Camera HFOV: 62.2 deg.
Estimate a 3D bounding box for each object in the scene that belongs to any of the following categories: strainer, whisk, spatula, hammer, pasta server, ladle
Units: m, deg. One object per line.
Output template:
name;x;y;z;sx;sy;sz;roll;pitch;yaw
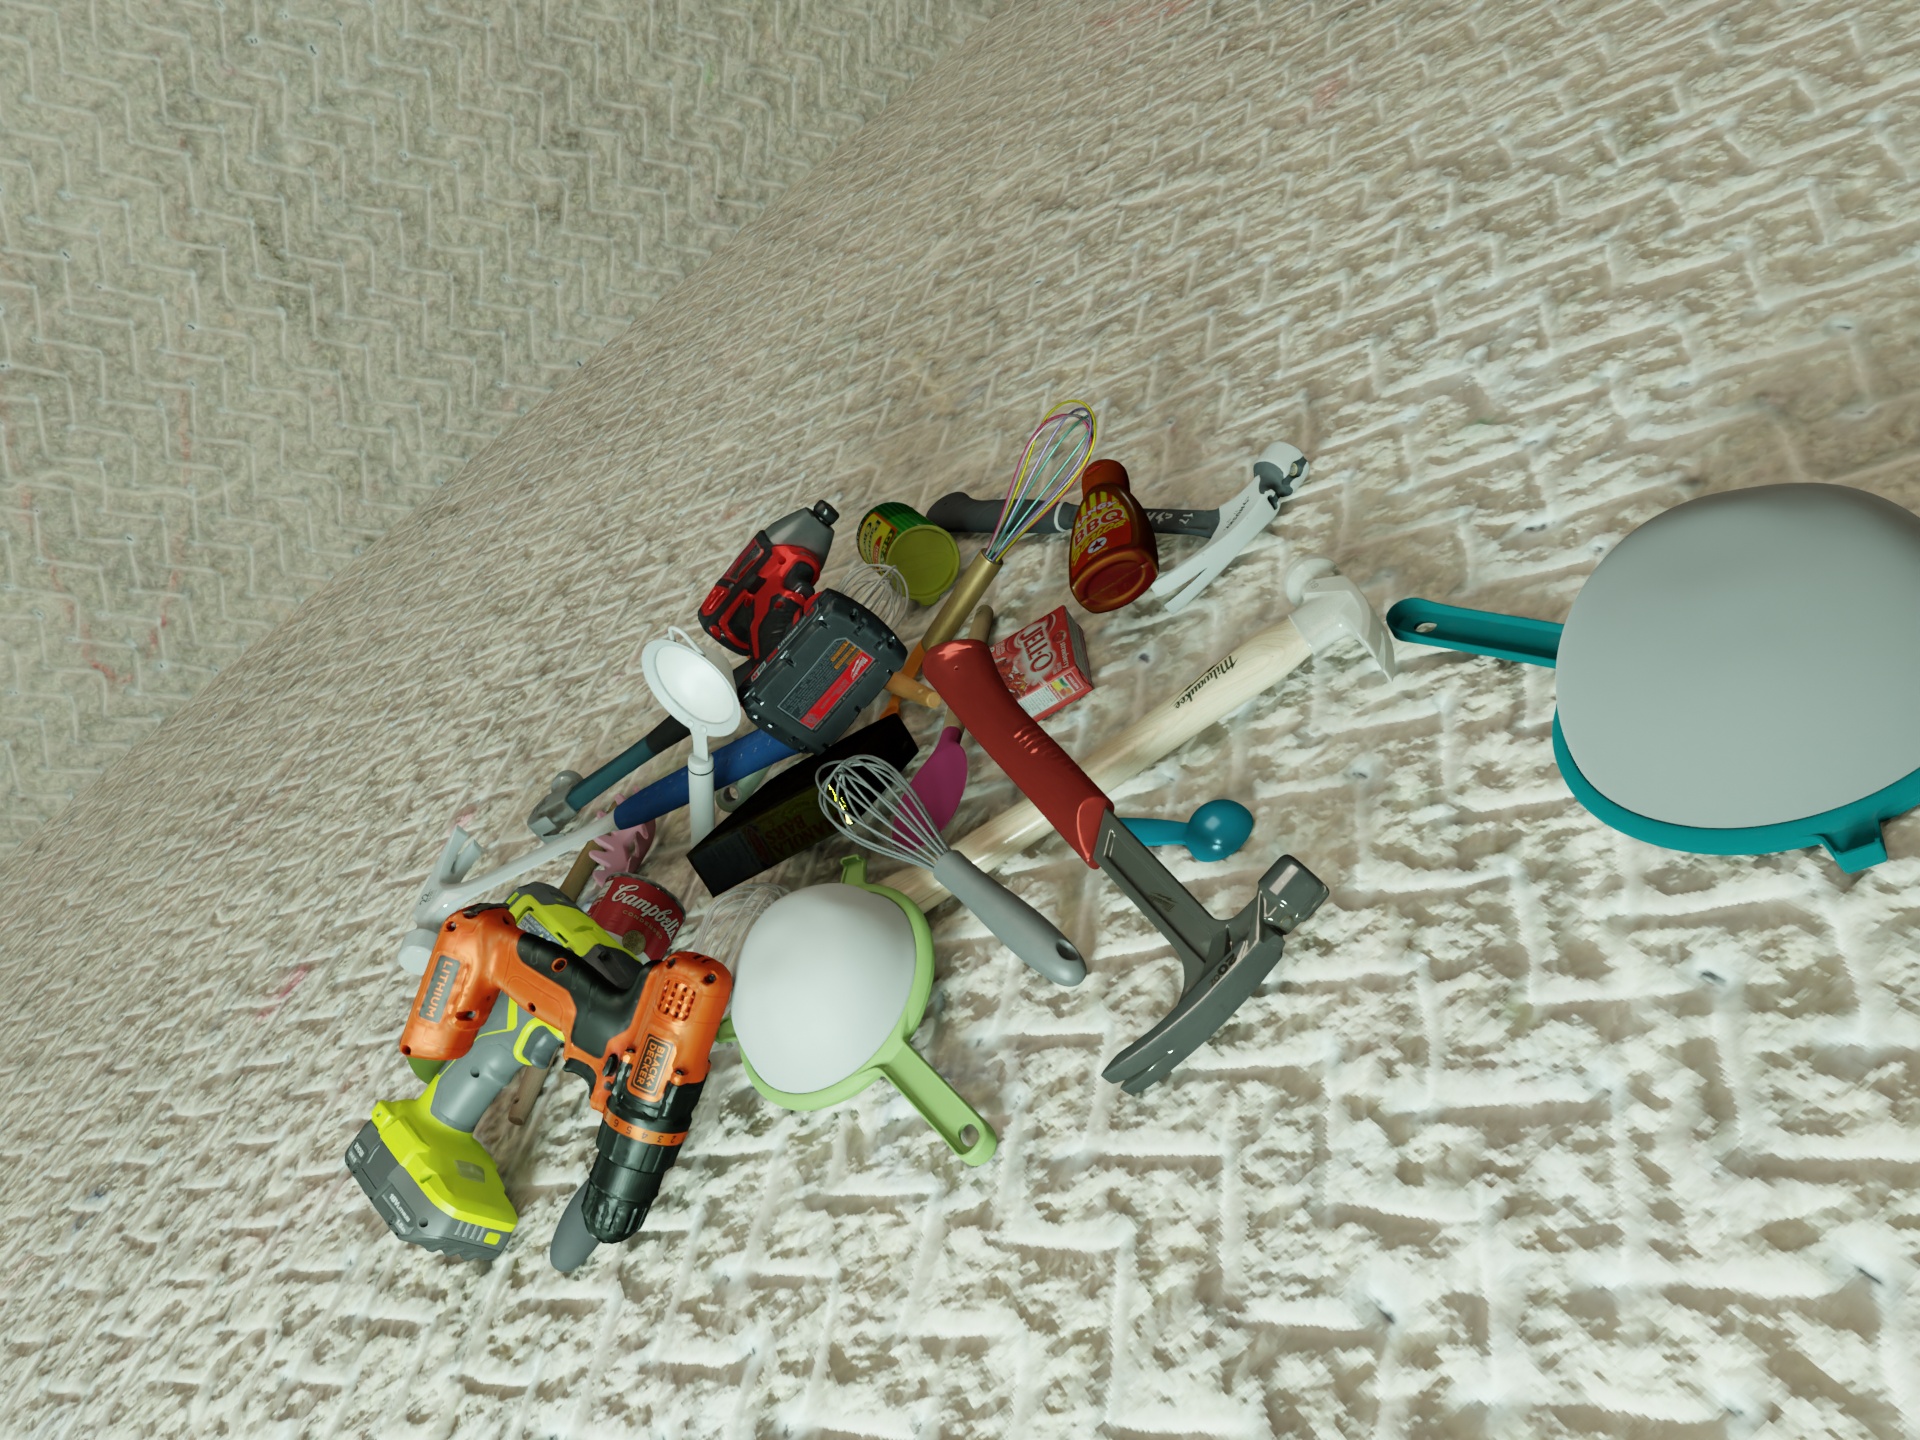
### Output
strainer;-0.067;0.174;0.932;0.151;0.069;0.257;-51;38;-5
whisk;-0.186;0.228;1.045;0.070;0.070;0.285;-3;50;47
spatula;-0.095;-0.052;1.330;0.081;0.041;0.323;-56;28;-5
hammer;0.080;0.042;0.999;0.410;0.038;0.146;-35;21;12
hammer;-0.286;0.079;1.300;0.405;0.035;0.144;-25;35;18
hammer;-0.260;0.012;1.406;0.331;0.033;0.128;-33;20;21
hammer;0.058;0.054;0.939;0.149;0.036;0.359;-47;40;4
pasta server;-0.301;0.178;1.259;0.060;0.040;0.316;-22;34;29
strainer;0.334;-0.057;0.797;0.211;0.095;0.341;-48;31;-15
hammer;0.092;-0.160;1.285;0.149;0.036;0.409;-51;30;-17
whisk;-0.009;0.089;0.972;0.055;0.055;0.239;-45;53;-10
whisk;-0.123;-0.025;1.288;0.246;0.058;0.059;-53;-2;8
strainer;-0.192;0.023;1.175;0.087;0.258;0.050;24;42;20
ladle;-0.353;0.172;1.312;0.078;0.062;0.320;-21;31;32
whisk;0.034;-0.147;1.236;0.245;0.047;0.051;-55;-2;30

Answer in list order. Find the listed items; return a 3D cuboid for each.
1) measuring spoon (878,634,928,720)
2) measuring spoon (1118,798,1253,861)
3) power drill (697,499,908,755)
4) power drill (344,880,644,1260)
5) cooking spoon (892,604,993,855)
measuring spoon;-0.039;-0.034;1.288;0.021;0.011;0.117;-20;31;36
measuring spoon;0.118;0.062;0.955;0.129;0.021;0.042;-3;45;48
power drill;-0.125;-0.082;1.220;0.143;0.078;0.220;-48;33;10
power drill;-0.301;0.238;1.068;0.171;0.080;0.223;29;84;43
cooking spoon;-0.002;-0.004;1.154;0.068;0.017;0.319;-35;21;27
